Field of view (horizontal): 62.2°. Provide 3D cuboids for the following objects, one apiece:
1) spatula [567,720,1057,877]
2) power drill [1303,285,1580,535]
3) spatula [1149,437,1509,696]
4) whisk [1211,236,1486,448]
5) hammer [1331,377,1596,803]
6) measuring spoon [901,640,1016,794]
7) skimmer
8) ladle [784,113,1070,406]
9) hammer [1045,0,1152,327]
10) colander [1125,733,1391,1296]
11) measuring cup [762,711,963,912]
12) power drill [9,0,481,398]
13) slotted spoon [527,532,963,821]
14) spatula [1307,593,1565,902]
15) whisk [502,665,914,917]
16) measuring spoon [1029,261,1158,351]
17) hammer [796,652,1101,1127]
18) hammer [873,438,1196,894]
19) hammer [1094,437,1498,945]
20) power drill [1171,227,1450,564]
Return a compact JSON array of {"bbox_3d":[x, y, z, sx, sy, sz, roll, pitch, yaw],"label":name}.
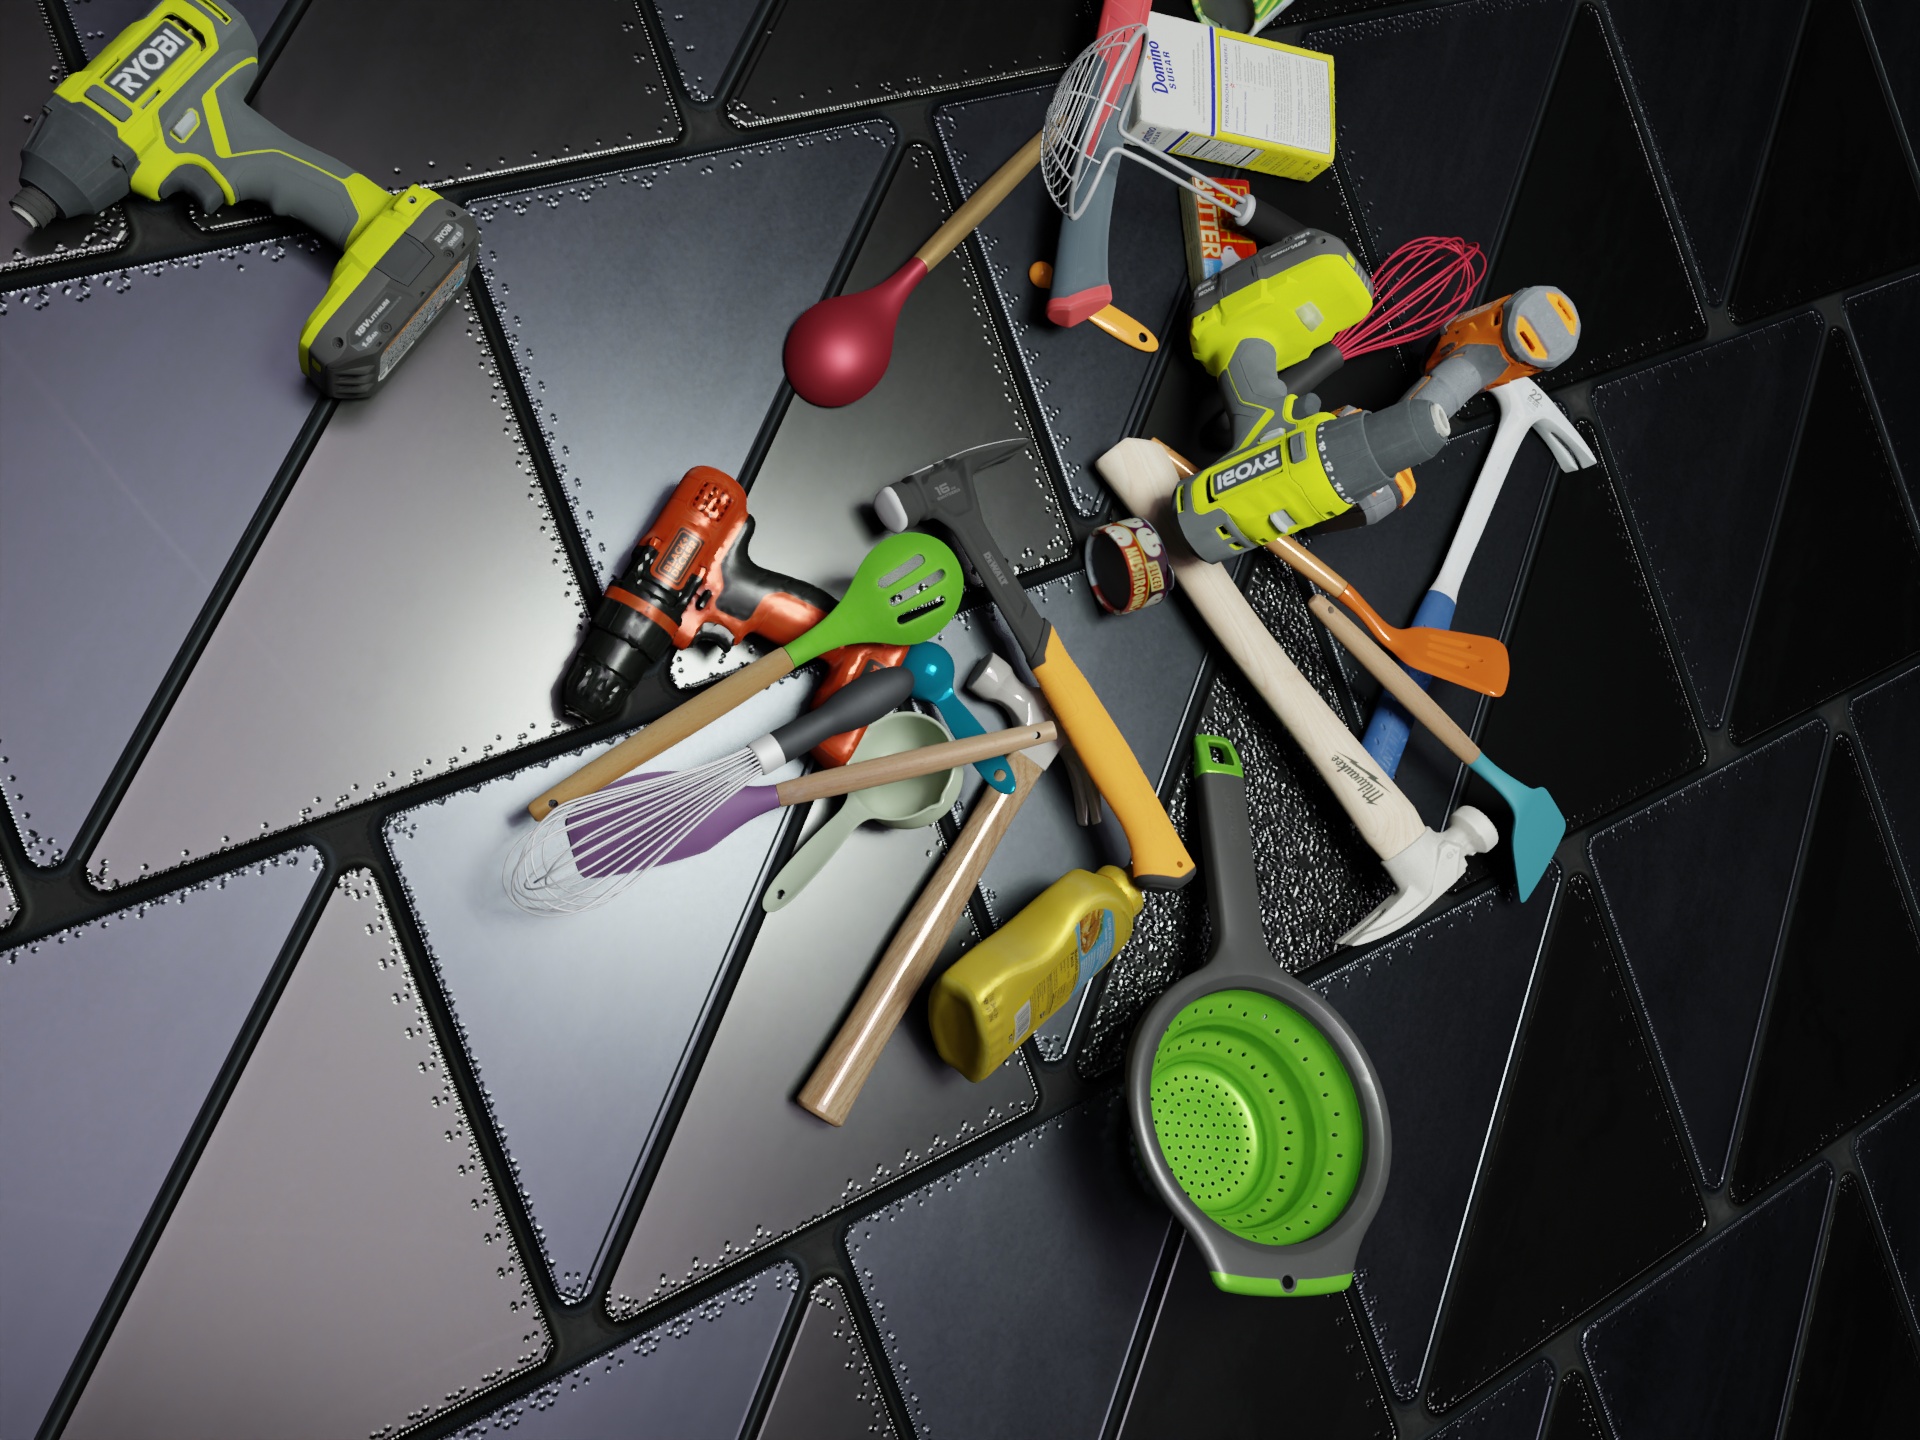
[{"bbox_3d":[-0.092,0.040,1.014,0.316,0.018,0.060,-13,94,-6],"label":"spatula"},{"bbox_3d":[0.346,-0.239,1.225,0.226,0.164,0.084,-39,100,-10],"label":"power drill"},{"bbox_3d":[0.275,-0.119,1.202,0.322,0.041,0.081,36,38,-5],"label":"spatula"},{"bbox_3d":[0.307,-0.298,1.255,0.296,0.073,0.073,-38,99,-17],"label":"whisk"},{"bbox_3d":[0.397,-0.105,1.281,0.144,0.035,0.406,32,72,-17],"label":"hammer"},{"bbox_3d":[-0.002,-0.003,1.073,0.042,0.021,0.129,-34,71,-5],"label":"measuring spoon"},{"bbox_3d":[0.187,-0.377,1.134,0.363,0.090,0.127,9,109,-44],"label":"skimmer"},{"bbox_3d":[-0.013,-0.340,1.138,0.069,0.031,0.315,44,67,-12],"label":"ladle"},{"bbox_3d":[0.098,-0.479,1.169,0.143,0.038,0.386,11,82,3],"label":"hammer"},{"bbox_3d":[0.183,0.205,1.133,0.204,0.094,0.397,8,62,-22],"label":"colander"},{"bbox_3d":[-0.066,0.068,1.057,0.167,0.038,0.083,-46,63,-3],"label":"measuring cup"},{"bbox_3d":[-0.415,-0.300,0.932,0.223,0.080,0.171,36,70,-12],"label":"power drill"},{"bbox_3d":[-0.128,-0.024,0.990,0.314,0.031,0.070,-32,104,-13],"label":"slotted spoon"},{"bbox_3d":[0.369,0.014,1.226,0.317,0.044,0.082,42,70,-15],"label":"spatula"},{"bbox_3d":[-0.147,0.035,0.972,0.284,0.070,0.070,-30,96,-21],"label":"whisk"},{"bbox_3d":[0.102,-0.310,1.191,0.116,0.011,0.021,28,74,-18],"label":"measuring spoon"},{"bbox_3d":[-0.009,0.123,1.079,0.130,0.031,0.331,36,71,-15],"label":"hammer"},{"bbox_3d":[0.072,-0.035,1.101,0.127,0.034,0.337,-29,88,-32],"label":"hammer"},{"bbox_3d":[0.225,-0.029,1.177,0.146,0.038,0.410,-37,92,-13],"label":"hammer"},{"bbox_3d":[0.241,-0.234,1.124,0.080,0.190,0.229,36,45,-40],"label":"power drill"}]
